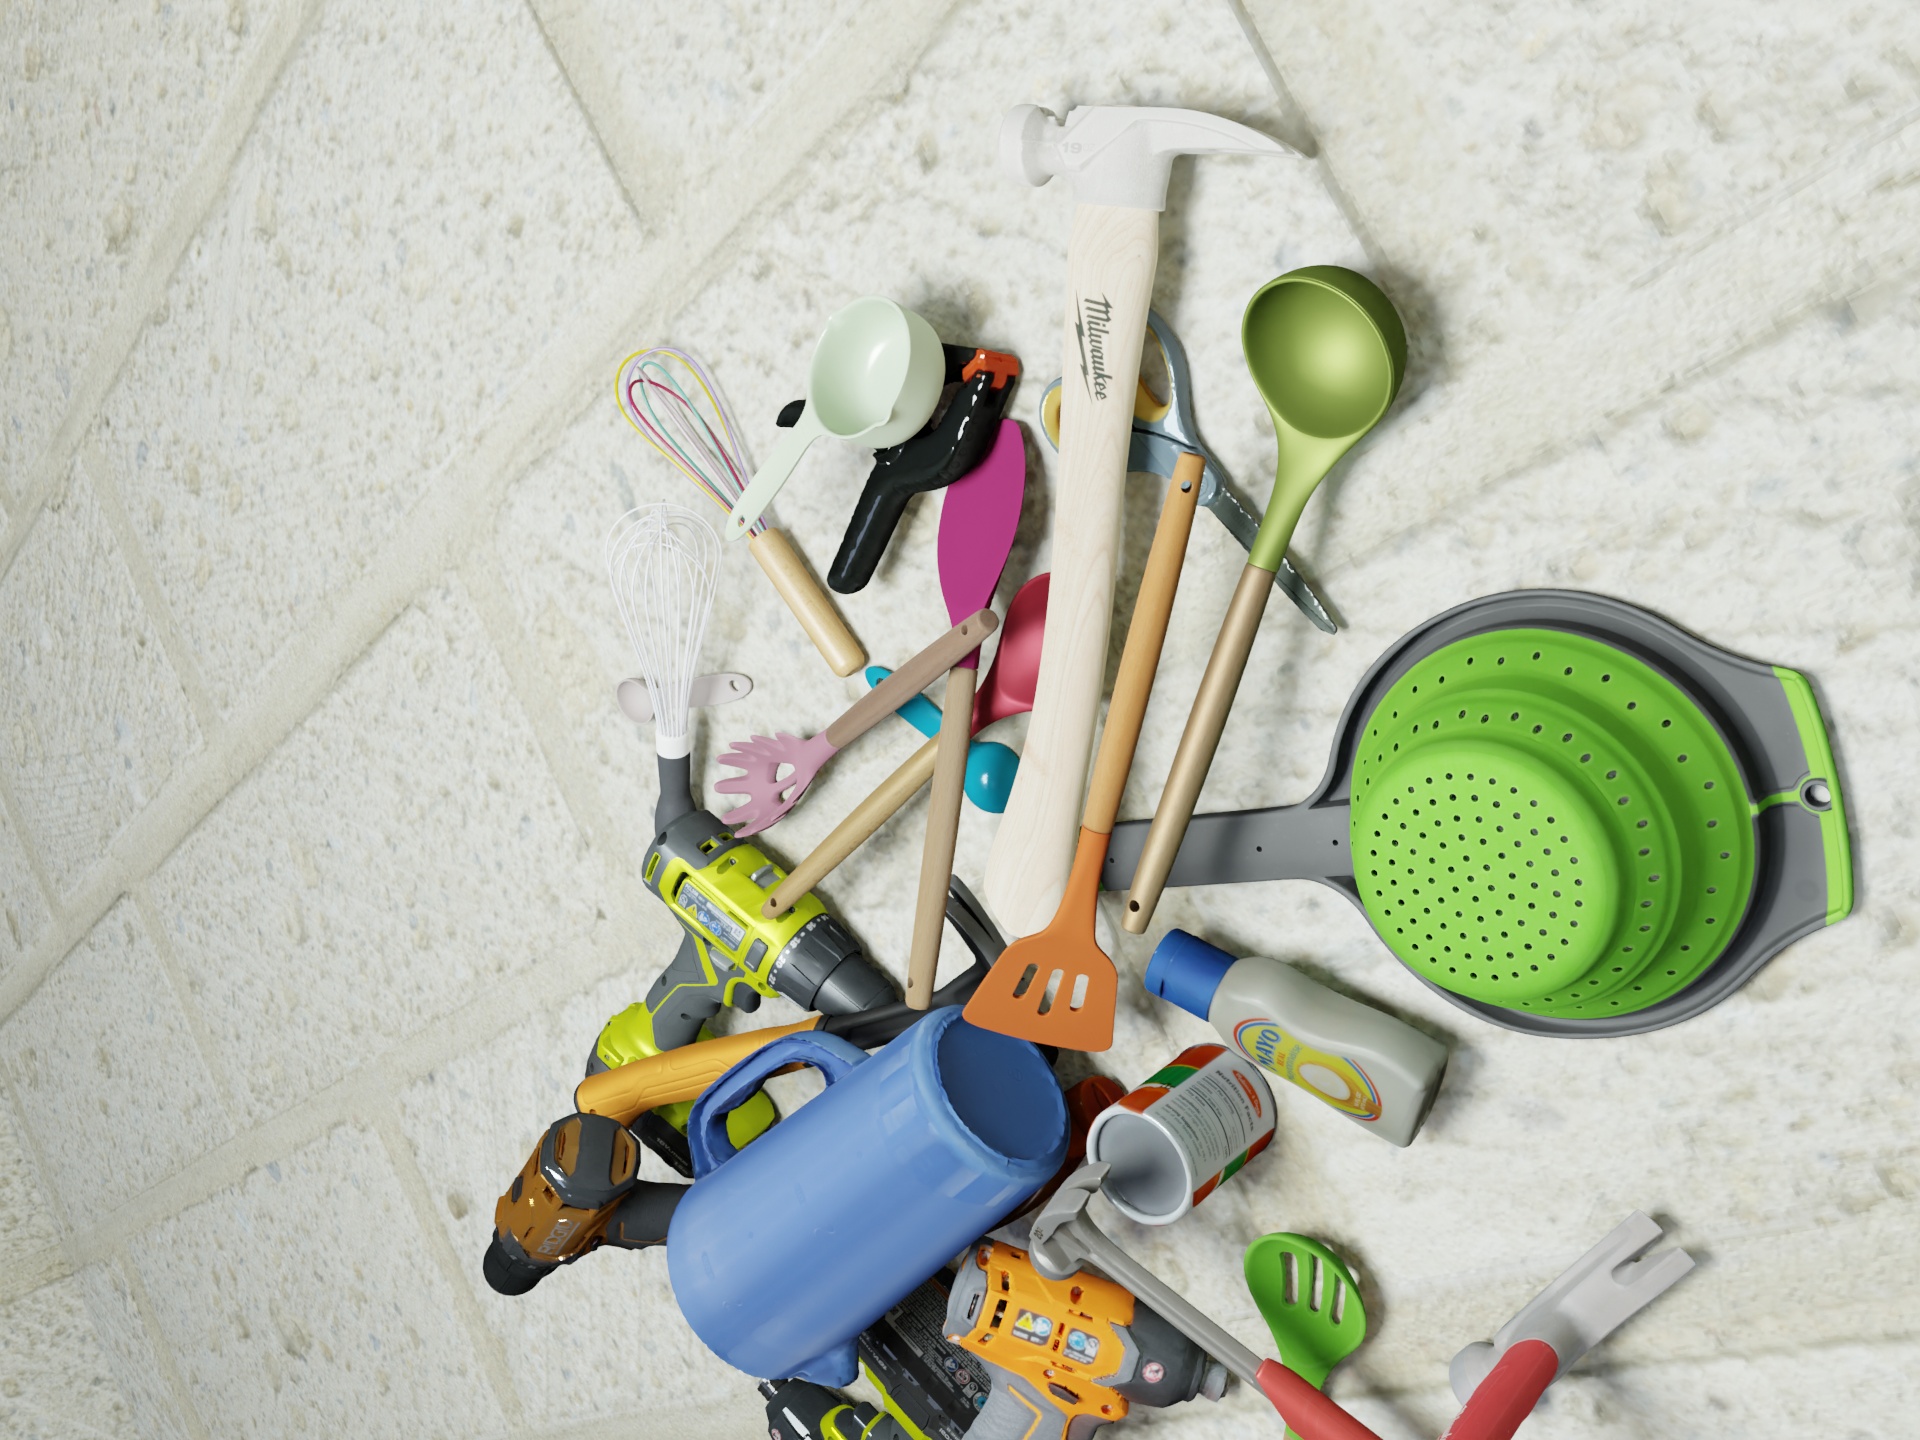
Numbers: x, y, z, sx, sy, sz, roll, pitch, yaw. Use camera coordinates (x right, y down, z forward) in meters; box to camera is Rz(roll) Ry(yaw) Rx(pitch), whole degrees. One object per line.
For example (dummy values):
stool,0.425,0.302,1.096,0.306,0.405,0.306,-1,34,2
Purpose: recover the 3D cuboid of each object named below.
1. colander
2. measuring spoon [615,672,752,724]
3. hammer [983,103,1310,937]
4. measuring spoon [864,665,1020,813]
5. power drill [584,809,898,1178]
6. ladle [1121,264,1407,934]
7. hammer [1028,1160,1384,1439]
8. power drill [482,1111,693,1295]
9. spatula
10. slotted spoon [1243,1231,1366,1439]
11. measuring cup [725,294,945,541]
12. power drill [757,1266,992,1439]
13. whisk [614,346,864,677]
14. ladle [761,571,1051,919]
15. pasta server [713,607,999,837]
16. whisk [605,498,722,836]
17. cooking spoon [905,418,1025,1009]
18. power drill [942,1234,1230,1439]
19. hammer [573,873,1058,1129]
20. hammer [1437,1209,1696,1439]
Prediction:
colander,0.174,0.062,0.726,0.397,0.094,0.204,-10,97,42
measuring spoon,-0.183,-0.020,1.067,0.124,0.018,0.034,-7,110,35
hammer,0.069,-0.083,0.779,0.146,0.038,0.410,15,108,31
measuring spoon,-0.016,0.009,0.921,0.129,0.021,0.042,39,125,23
power drill,-0.150,0.196,1.060,0.191,0.080,0.228,37,122,16
ladle,0.122,-0.045,0.724,0.078,0.062,0.320,28,108,36
hammer,0.188,0.351,0.783,0.359,0.037,0.149,35,153,12
power drill,-0.195,0.343,1.050,0.185,0.226,0.084,-53,28,38
spatula,0.072,0.027,0.777,0.081,0.041,0.322,13,107,-1
slotted spoon,0.183,0.410,0.875,0.070,0.031,0.313,14,114,35
measuring cup,-0.069,-0.152,0.854,0.167,0.038,0.083,-46,55,30
power drill,-0.050,0.462,1.057,0.171,0.080,0.223,42,129,19
whisk,-0.136,-0.127,0.971,0.245,0.047,0.051,55,137,8
ladle,-0.022,0.027,0.903,0.315,0.031,0.069,-44,66,31
pasta server,-0.067,0.002,0.915,0.316,0.040,0.060,-34,68,55
whisk,-0.186,-0.014,1.027,0.070,0.070,0.284,29,132,31
cooking spoon,-0.001,-0.003,0.854,0.069,0.017,0.319,10,92,52
power drill,0.048,0.427,0.903,0.164,0.084,0.226,18,88,6
hammer,-0.111,0.196,0.980,0.337,0.034,0.127,-20,104,27
hammer,0.171,0.319,0.611,0.038,0.386,0.143,45,128,22
